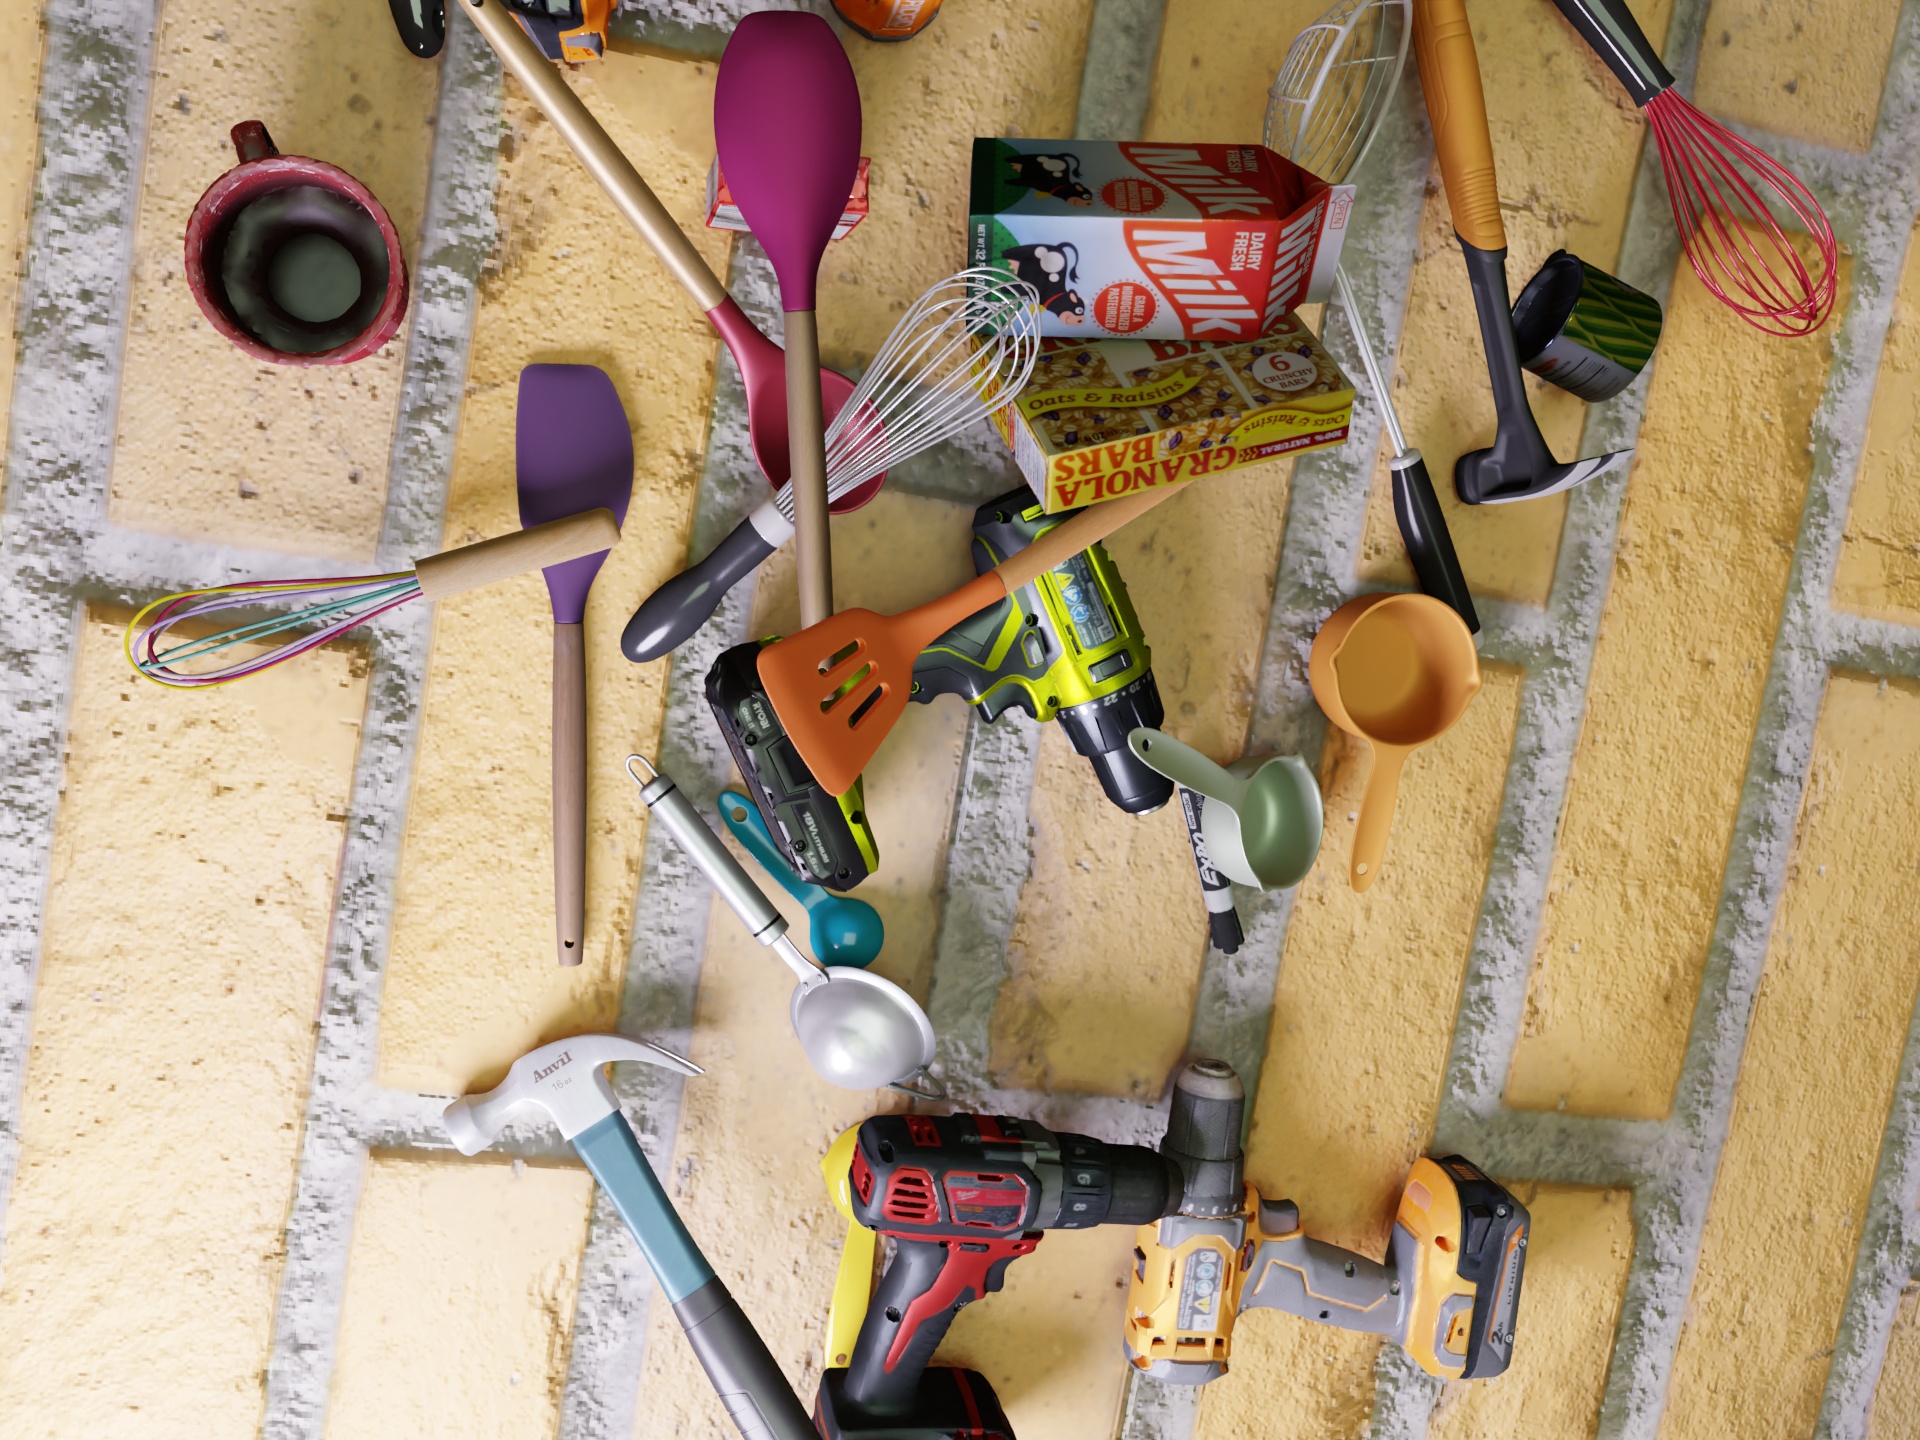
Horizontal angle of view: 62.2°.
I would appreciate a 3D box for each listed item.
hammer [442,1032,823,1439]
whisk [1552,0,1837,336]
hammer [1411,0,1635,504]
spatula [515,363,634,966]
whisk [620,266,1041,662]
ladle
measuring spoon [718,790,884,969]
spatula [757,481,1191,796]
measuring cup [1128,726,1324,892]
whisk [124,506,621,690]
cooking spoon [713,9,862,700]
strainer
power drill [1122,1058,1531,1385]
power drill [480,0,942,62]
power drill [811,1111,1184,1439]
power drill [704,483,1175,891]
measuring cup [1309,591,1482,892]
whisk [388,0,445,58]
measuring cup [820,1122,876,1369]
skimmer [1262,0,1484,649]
[{"bbox_3d":[-0.134,0.311,0.835,0.128,0.033,0.331,-32,84,-5],"label":"hammer"},{"bbox_3d":[0.407,-0.341,0.906,0.073,0.073,0.295,-40,98,-4],"label":"whisk"},{"bbox_3d":[0.281,-0.286,0.862,0.034,0.127,0.337,-15,95,-12],"label":"hammer"},{"bbox_3d":[-0.203,-0.026,0.833,0.059,0.018,0.316,1,97,-10],"label":"spatula"},{"bbox_3d":[-0.070,-0.121,0.803,0.284,0.070,0.070,-40,105,15],"label":"whisk"},{"bbox_3d":[-0.134,-0.220,0.764,0.069,0.031,0.315,-39,127,0],"label":"ladle"},{"bbox_3d":[-0.089,0.089,0.872,0.042,0.021,0.128,-41,104,-4],"label":"measuring spoon"},{"bbox_3d":[0.043,-0.080,0.799,0.322,0.041,0.081,-33,109,-16],"label":"spatula"},{"bbox_3d":[0.138,0.040,0.879,0.167,0.038,0.083,28,73,-36],"label":"measuring cup"},{"bbox_3d":[-0.290,-0.065,0.789,0.245,0.051,0.047,-18,94,-7],"label":"whisk"},{"bbox_3d":[-0.074,-0.167,0.751,0.068,0.017,0.319,-4,100,-10],"label":"cooking spoon"},{"bbox_3d":[-0.099,0.121,0.859,0.087,0.050,0.258,-34,97,34],"label":"strainer"},{"bbox_3d":[0.214,0.297,0.942,0.226,0.084,0.185,5,95,-9],"label":"power drill"},{"bbox_3d":[-0.106,-0.362,0.733,0.226,0.164,0.084,-5,100,-10],"label":"power drill"},{"bbox_3d":[0.016,0.325,0.884,0.187,0.080,0.226,8,103,-17],"label":"power drill"},{"bbox_3d":[-0.001,-0.003,0.849,0.228,0.080,0.190,-26,102,-13],"label":"power drill"},{"bbox_3d":[0.238,0.010,0.919,0.095,0.052,0.173,8,98,-14],"label":"measuring cup"},{"bbox_3d":[-0.274,-0.438,0.746,0.055,0.055,0.239,-10,104,-11],"label":"whisk"},{"bbox_3d":[-0.056,0.307,0.905,0.062,0.029,0.156,9,94,-13],"label":"measuring cup"},{"bbox_3d":[0.251,-0.206,0.871,0.127,0.090,0.363,-39,112,-44],"label":"skimmer"}]
